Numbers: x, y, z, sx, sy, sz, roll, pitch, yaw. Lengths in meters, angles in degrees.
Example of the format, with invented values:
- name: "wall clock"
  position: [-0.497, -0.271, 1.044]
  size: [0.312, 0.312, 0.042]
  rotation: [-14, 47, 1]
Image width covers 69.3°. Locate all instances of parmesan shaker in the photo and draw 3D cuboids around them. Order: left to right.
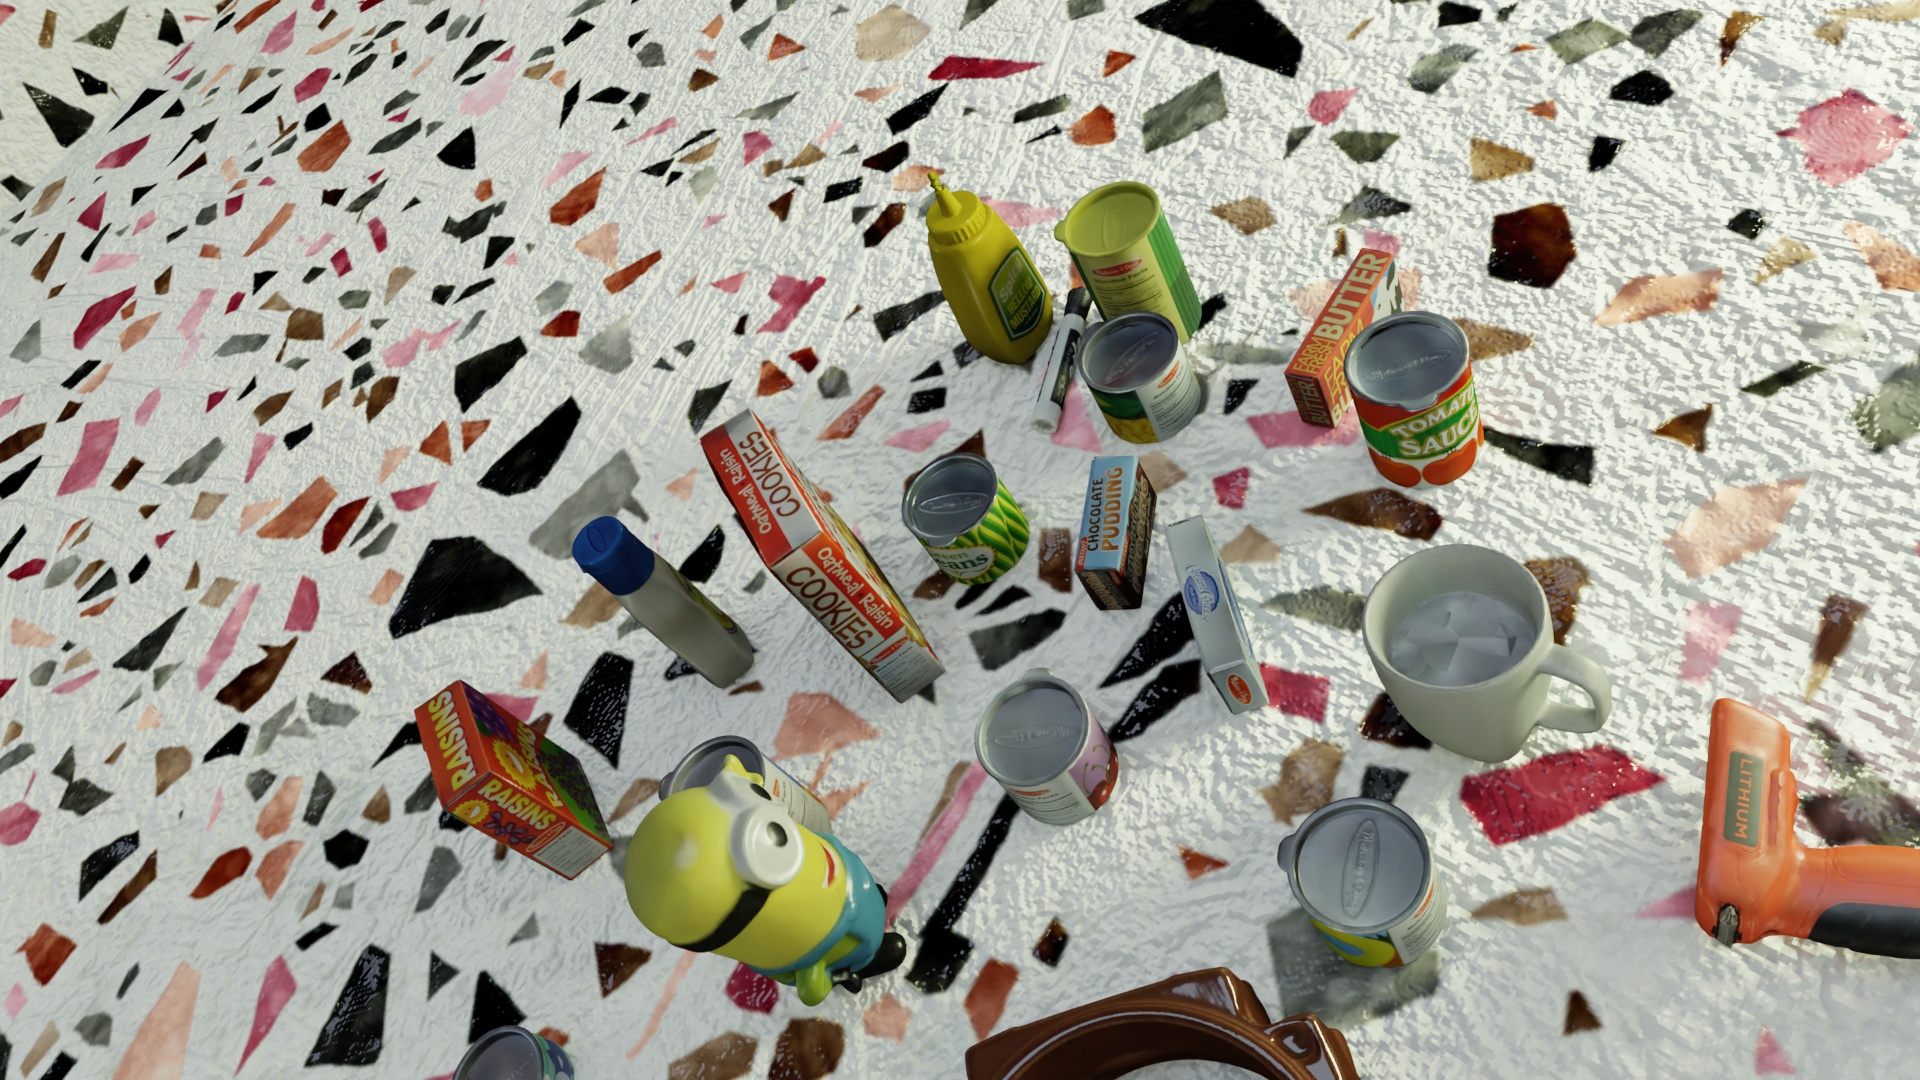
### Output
- name: "parmesan shaker"
  position: [0.113, -0.178, 0.922]
  size: [0.071, 0.102, 0.071]
  rotation: [-14, 52, 19]

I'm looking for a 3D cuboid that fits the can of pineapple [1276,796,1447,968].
- name: "can of pineapple"
  position: [0.194, 0.164, 0.665]
  size: [0.071, 0.057, 0.071]
  rotation: [-14, 52, 19]

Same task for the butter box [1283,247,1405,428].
- name: "butter box"
  position: [0.237, -0.124, 0.852]
  size: [0.024, 0.053, 0.104]
  rotation: [21, 69, 37]

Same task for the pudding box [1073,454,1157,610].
- name: "pudding box"
  position: [0.095, -0.005, 0.843]
  size: [0.030, 0.049, 0.084]
  rotation: [-3, 56, 26]

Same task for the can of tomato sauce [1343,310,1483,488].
- name: "can of tomato sauce"
  position: [0.259, -0.077, 0.787]
  size: [0.071, 0.083, 0.071]
  rotation: [-14, 52, 19]

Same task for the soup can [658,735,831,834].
- name: "soup can"
  position: [-0.125, 0.161, 0.815]
  size: [0.071, 0.083, 0.072]
  rotation: [-14, 52, 19]

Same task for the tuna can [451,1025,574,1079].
- name: "tuna can"
  position: [-0.258, 0.320, 0.803]
  size: [0.071, 0.032, 0.071]
  rotation: [-14, 52, 18]

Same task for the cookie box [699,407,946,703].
- name: "cookie box"
  position: [-0.083, 0.012, 0.845]
  size: [0.040, 0.167, 0.123]
  rotation: [-36, 49, 0]

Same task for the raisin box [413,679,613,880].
- name: "raisin box"
  position: [-0.281, 0.152, 0.876]
  size: [0.040, 0.123, 0.086]
  rotation: [-37, 49, 0]

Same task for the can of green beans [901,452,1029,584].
- name: "can of green beans"
  position: [0.004, -0.013, 0.890]
  size: [0.071, 0.057, 0.071]
  rotation: [-14, 52, 19]

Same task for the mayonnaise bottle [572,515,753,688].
- name: "mayonnaise bottle"
  position: [-0.191, 0.038, 0.894]
  size: [0.041, 0.147, 0.065]
  rotation: [-41, 49, -4]

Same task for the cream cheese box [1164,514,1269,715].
- name: "cream cheese box"
  position: [0.144, 0.042, 0.782]
  size: [0.024, 0.053, 0.104]
  rotation: [-21, 50, 14]

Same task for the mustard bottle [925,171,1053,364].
- name: "mustard bottle"
  position: [0.013, -0.188, 0.943]
  size: [0.049, 0.159, 0.065]
  rotation: [19, 68, 36]

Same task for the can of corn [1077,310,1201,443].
- name: "can of corn"
  position: [0.115, -0.106, 0.899]
  size: [0.071, 0.058, 0.071]
  rotation: [-14, 52, 19]

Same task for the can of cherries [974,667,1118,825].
- name: "can of cherries"
  position: [0.050, 0.115, 0.774]
  size: [0.071, 0.058, 0.072]
  rotation: [-14, 52, 19]
